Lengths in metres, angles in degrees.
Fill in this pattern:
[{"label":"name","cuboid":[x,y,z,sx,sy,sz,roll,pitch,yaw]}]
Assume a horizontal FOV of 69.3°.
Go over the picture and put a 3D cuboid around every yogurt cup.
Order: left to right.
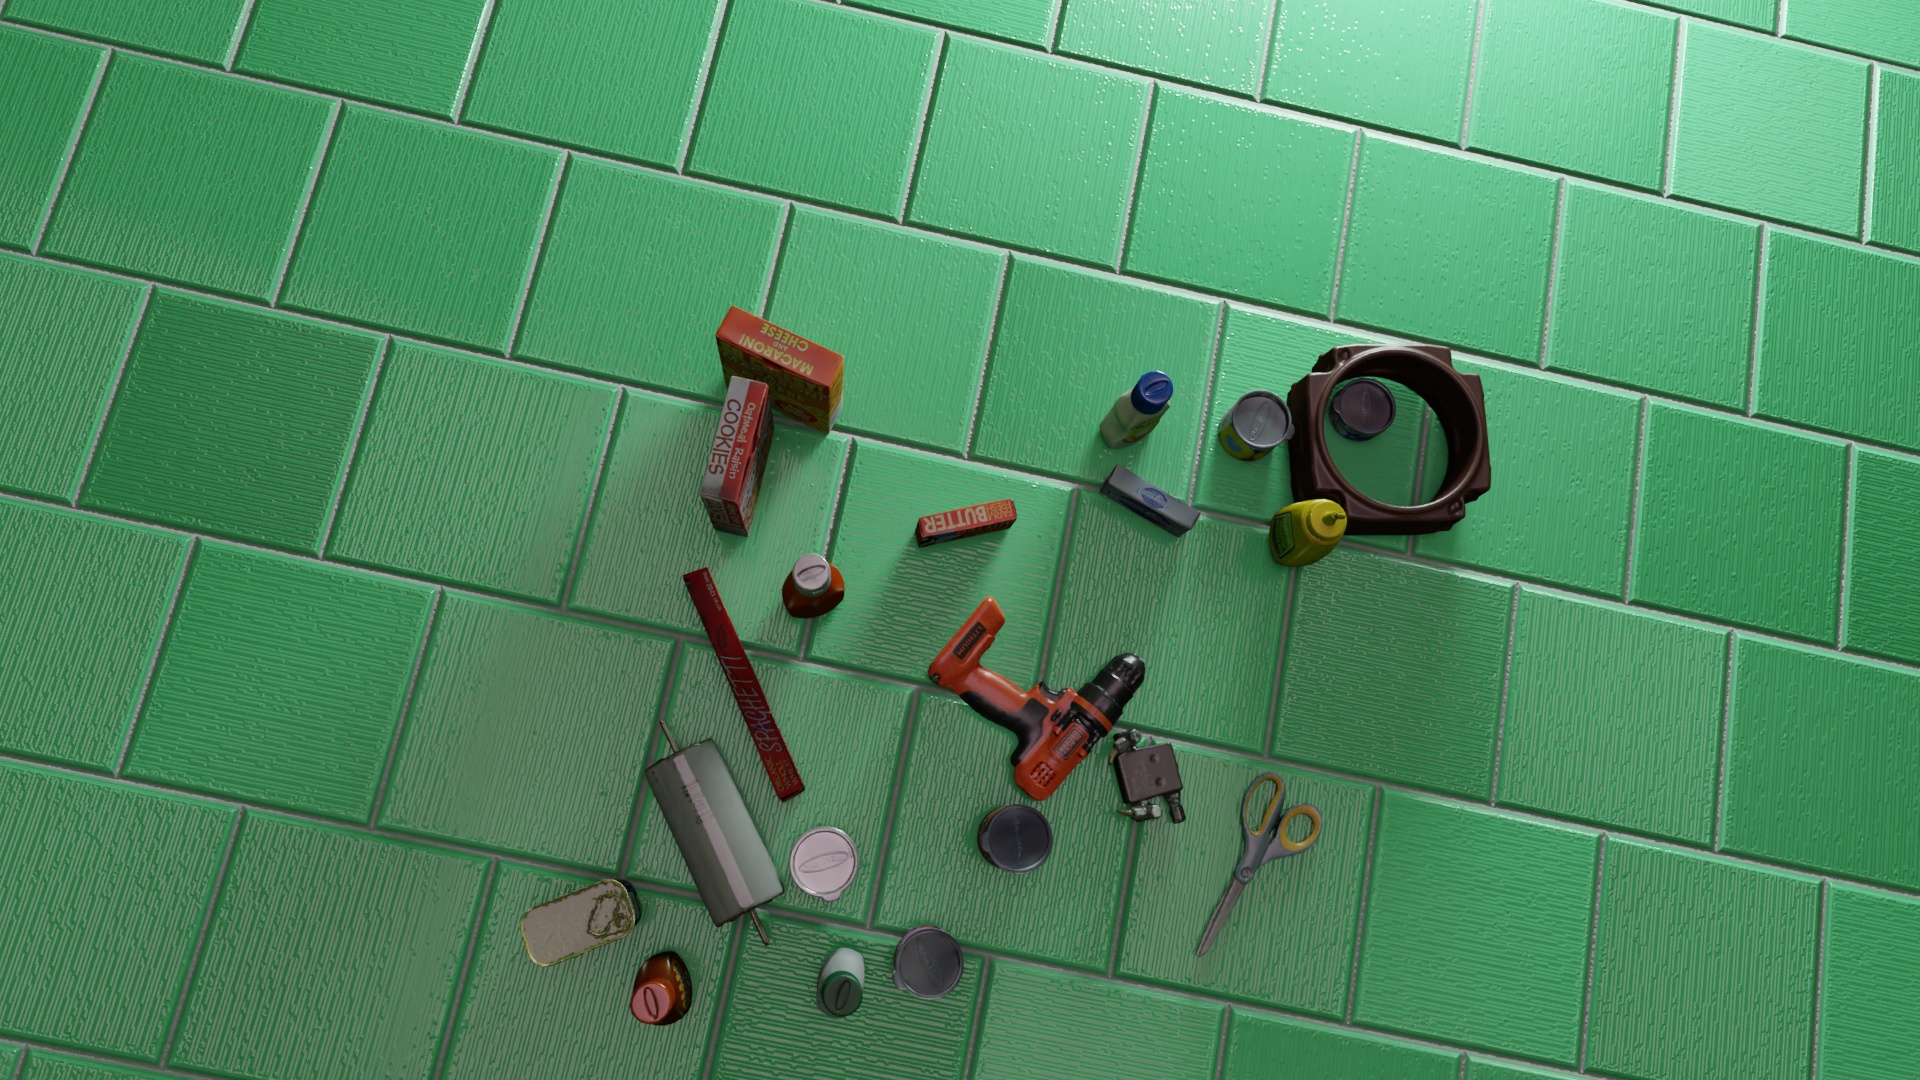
[{"label":"yogurt cup","cuboid":[-0.135,0.318,1.379,0.072,0.054,0.072,1,78,-5]}]

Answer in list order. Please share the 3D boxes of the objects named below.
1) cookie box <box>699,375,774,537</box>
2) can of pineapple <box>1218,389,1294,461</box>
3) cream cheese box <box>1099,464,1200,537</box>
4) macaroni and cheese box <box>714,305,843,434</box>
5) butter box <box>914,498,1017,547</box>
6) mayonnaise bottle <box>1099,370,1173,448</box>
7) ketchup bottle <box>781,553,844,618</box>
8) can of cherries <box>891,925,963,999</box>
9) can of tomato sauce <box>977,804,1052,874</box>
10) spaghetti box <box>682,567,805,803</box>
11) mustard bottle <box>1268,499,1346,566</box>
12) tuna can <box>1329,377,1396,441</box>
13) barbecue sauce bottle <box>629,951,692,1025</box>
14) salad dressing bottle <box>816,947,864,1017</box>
[{"label":"cookie box","cuboid":[-0.221,-0.081,1.397,0.040,0.167,0.123,13,78,-3]},{"label":"can of pineapple","cuboid":[0.321,-0.123,1.513,0.071,0.057,0.071,1,78,-5]},{"label":"cream cheese box","cuboid":[0.202,-0.041,1.487,0.104,0.053,0.024,30,78,1]},{"label":"macaroni and cheese box","cuboid":[-0.182,-0.170,1.420,0.124,0.166,0.040,25,78,0]},{"label":"butter box","cuboid":[0.005,-0.018,1.464,0.104,0.053,0.024,-12,80,-8]},{"label":"mayonnaise bottle","cuboid":[0.188,-0.138,1.458,0.065,0.147,0.041,-25,82,-10]},{"label":"ketchup bottle","cuboid":[-0.147,0.045,1.387,0.065,0.148,0.043,-20,81,-9]},{"label":"can of cherries","cuboid":[-0.035,0.414,1.366,0.071,0.058,0.071,1,78,-5]},{"label":"can of tomato sauce","cuboid":[0.051,0.298,1.386,0.071,0.083,0.071,1,78,-5]},{"label":"spaghetti box","cuboid":[-0.219,0.146,1.409,0.029,0.050,0.250,-24,81,-9]},{"label":"mustard bottle","cuboid":[0.365,-0.013,1.442,0.049,0.160,0.065,-4,79,-6]},{"label":"tuna can","cuboid":[0.443,-0.145,1.542,0.071,0.032,0.071,1,78,-5]},{"label":"barbecue sauce bottle","cuboid":[-0.280,0.422,1.294,0.044,0.148,0.065,-17,81,-8]},{"label":"salad dressing bottle","cuboid":[-0.113,0.421,1.311,0.044,0.147,0.064,20,78,-1]}]
